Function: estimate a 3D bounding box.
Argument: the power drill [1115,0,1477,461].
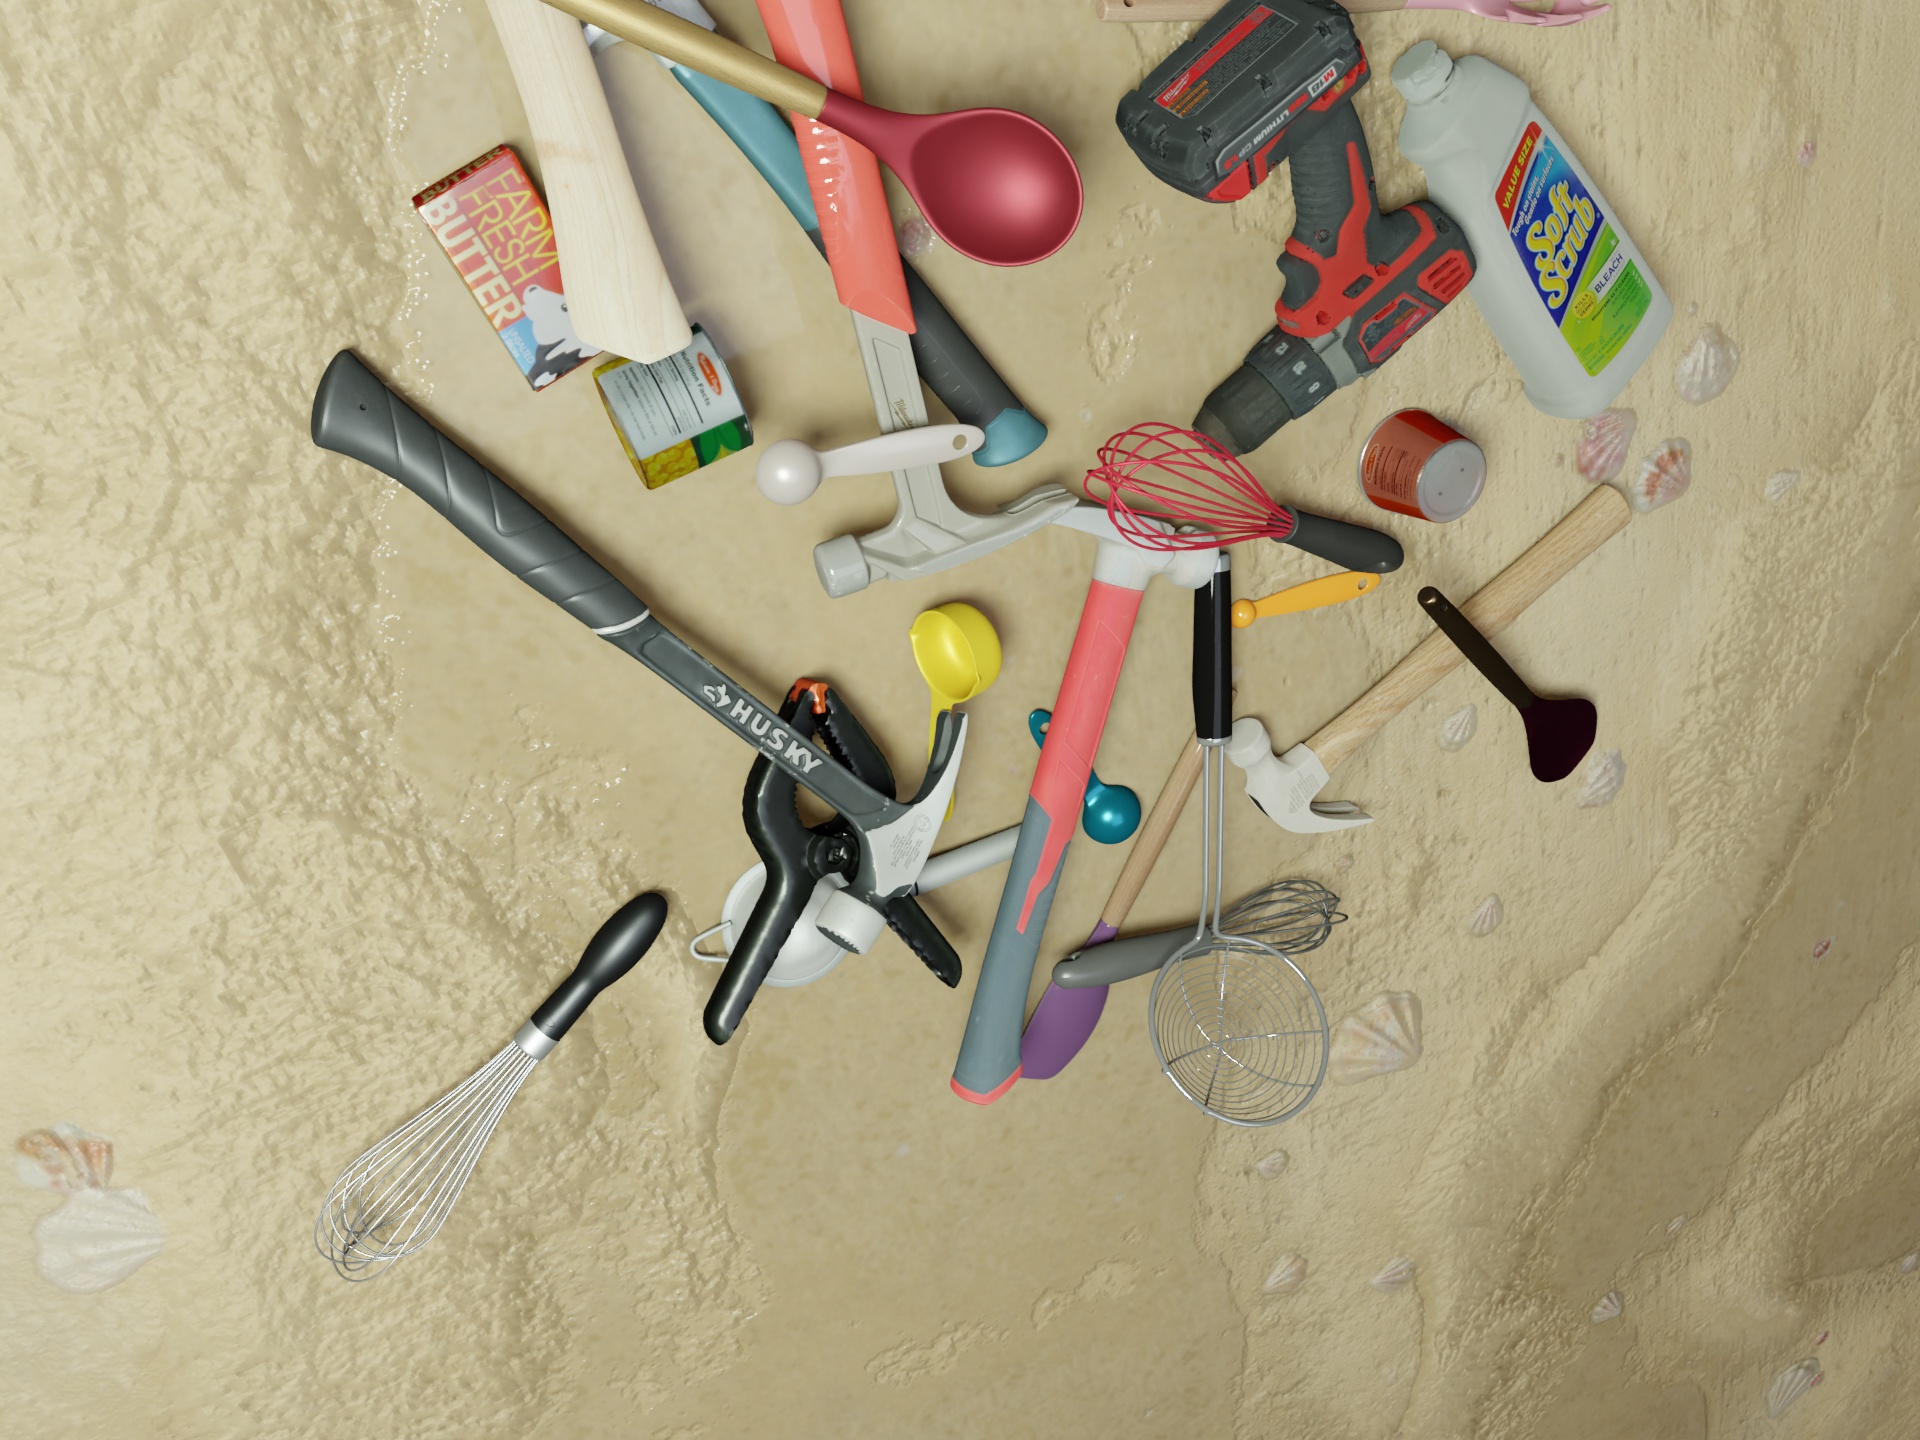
[{"bbox_3d":[0.173,-0.262,0.880,0.188,0.080,0.226,-41,135,7],"label":"power drill"}]

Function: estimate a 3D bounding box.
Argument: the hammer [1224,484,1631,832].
[{"bbox_3d":[0.333,-0.044,1.101,0.331,0.031,0.129,-40,124,-3],"label":"hammer"}]

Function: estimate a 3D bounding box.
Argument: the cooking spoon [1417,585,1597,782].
[{"bbox_3d":[0.383,-0.024,1.106,0.069,0.017,0.318,-53,138,6],"label":"cooking spoon"}]

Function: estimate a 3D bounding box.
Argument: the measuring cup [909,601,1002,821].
[{"bbox_3d":[-0.002,-0.003,0.958,0.029,0.062,0.156,-28,137,-32],"label":"measuring cup"}]

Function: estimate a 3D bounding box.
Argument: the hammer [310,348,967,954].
[{"bbox_3d":[-0.158,-0.044,0.831,0.408,0.036,0.149,41,72,-26],"label":"hammer"}]

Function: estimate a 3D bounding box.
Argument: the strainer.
[{"bbox_3d":[-0.042,0.104,0.994,0.258,0.050,0.086,-19,107,-20],"label":"strainer"}]

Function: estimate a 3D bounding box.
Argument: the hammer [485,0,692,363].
[{"bbox_3d":[-0.192,-0.352,0.664,0.146,0.038,0.410,-25,116,-13],"label":"hammer"}]

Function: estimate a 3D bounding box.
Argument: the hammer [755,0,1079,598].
[{"bbox_3d":[-0.040,-0.237,0.782,0.149,0.037,0.358,-22,124,-12],"label":"hammer"}]

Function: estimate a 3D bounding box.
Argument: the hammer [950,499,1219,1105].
[{"bbox_3d":[0.043,0.057,0.981,0.143,0.038,0.386,9,103,-29],"label":"hammer"}]

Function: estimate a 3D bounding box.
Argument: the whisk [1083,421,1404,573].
[{"bbox_3d":[0.181,-0.122,0.953,0.295,0.073,0.073,8,112,-43],"label":"whisk"}]

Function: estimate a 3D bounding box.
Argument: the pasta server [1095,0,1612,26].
[{"bbox_3d":[0.221,-0.398,0.865,0.316,0.040,0.060,-11,90,-18],"label":"pasta server"}]

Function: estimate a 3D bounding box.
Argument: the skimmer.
[{"bbox_3d":[0.177,0.077,1.014,0.127,0.090,0.363,-8,106,-19],"label":"skimmer"}]

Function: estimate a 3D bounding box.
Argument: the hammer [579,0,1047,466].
[{"bbox_3d":[-0.062,-0.247,0.809,0.128,0.033,0.330,-44,125,2],"label":"hammer"}]

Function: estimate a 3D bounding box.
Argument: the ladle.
[{"bbox_3d":[-0.085,-0.281,0.700,0.315,0.031,0.069,16,111,-25],"label":"ladle"}]

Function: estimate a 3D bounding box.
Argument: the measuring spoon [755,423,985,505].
[{"bbox_3d":[-0.042,-0.132,0.806,0.124,0.018,0.034,-14,122,-18],"label":"measuring spoon"}]

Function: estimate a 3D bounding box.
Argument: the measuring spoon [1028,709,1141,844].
[{"bbox_3d":[0.081,0.039,1.027,0.042,0.021,0.128,-41,126,-2],"label":"measuring spoon"}]

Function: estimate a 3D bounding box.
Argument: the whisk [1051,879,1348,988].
[{"bbox_3d":[0.169,0.153,1.104,0.239,0.055,0.055,-10,118,-25],"label":"whisk"}]

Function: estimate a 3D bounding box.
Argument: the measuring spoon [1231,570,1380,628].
[{"bbox_3d":[0.228,-0.080,1.044,0.117,0.011,0.021,-15,120,-18],"label":"measuring spoon"}]

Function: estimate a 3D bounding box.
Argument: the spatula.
[{"bbox_3d":[0.115,0.116,1.086,0.059,0.018,0.316,12,110,-35],"label":"spatula"}]

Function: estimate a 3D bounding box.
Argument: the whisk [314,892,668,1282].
[{"bbox_3d":[-0.269,0.211,0.928,0.284,0.070,0.070,-48,125,-2],"label":"whisk"}]
